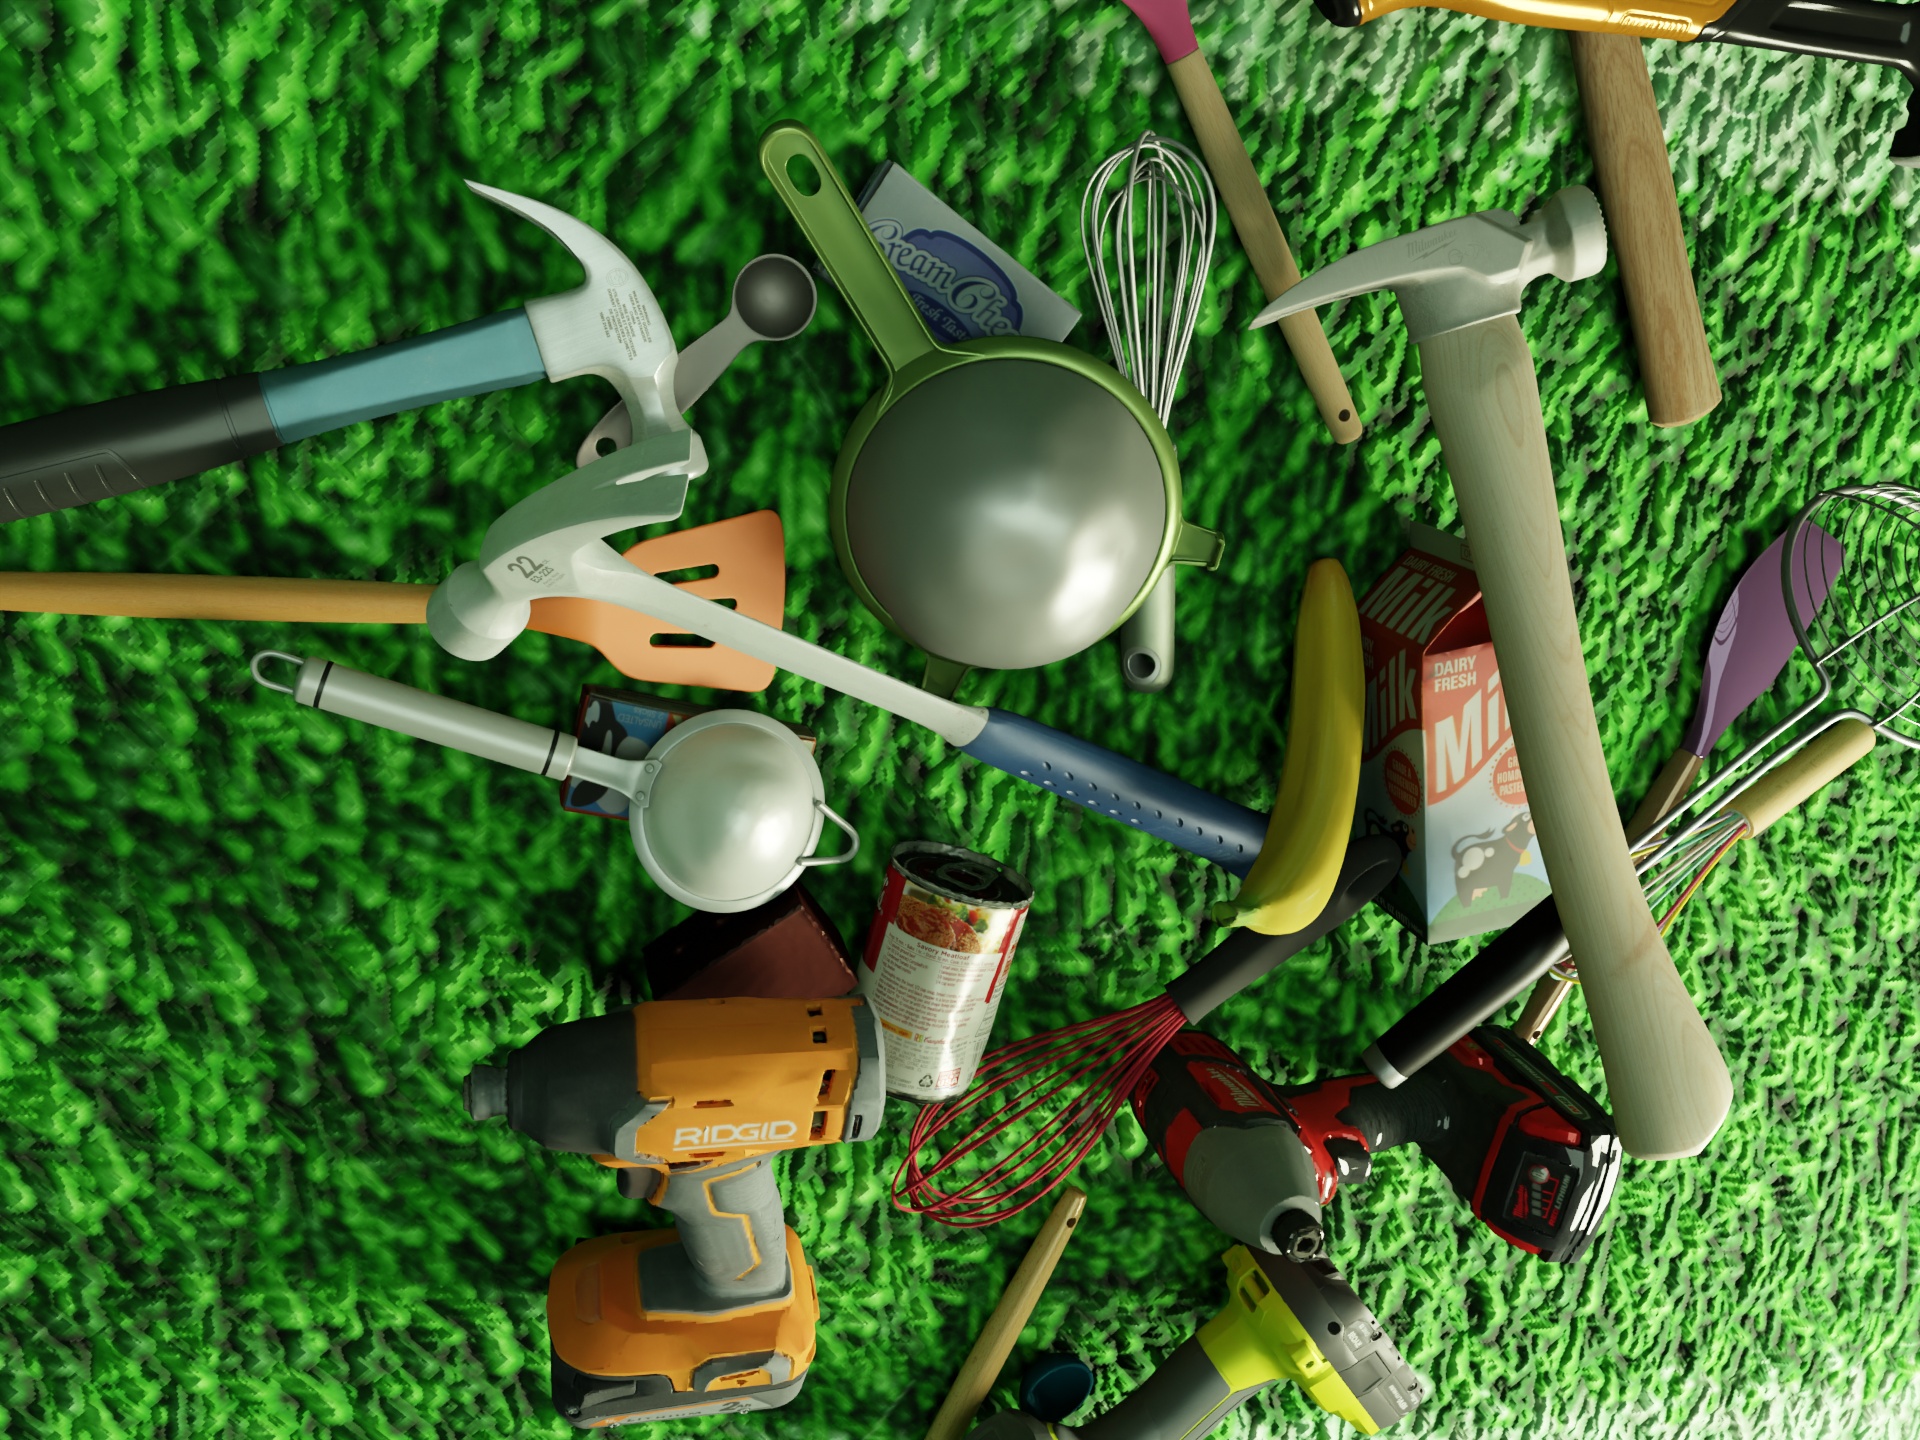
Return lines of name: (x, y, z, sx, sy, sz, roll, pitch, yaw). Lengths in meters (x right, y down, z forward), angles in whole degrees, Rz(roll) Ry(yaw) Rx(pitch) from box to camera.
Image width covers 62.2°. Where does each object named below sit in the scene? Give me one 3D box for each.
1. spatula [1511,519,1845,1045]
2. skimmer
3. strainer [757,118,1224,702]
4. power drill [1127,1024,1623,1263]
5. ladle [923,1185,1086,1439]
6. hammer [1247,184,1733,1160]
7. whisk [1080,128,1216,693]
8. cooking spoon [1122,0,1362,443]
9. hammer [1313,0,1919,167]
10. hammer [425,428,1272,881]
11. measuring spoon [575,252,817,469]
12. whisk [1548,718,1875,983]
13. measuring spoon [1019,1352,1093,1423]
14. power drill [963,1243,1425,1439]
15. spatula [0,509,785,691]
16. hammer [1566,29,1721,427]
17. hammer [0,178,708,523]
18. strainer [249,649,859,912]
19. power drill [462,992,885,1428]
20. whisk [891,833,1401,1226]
spatula: (0.372, 0.039, 0.842, 0.059, 0.018, 0.316, 24, 98, -26)
skimmer: (0.330, 0.040, 0.740, 0.363, 0.090, 0.127, -44, 90, 14)
strainer: (-0.006, -0.116, 0.632, 0.151, 0.069, 0.256, -27, 117, 13)
power drill: (0.204, 0.210, 0.782, 0.219, 0.143, 0.078, 5, 109, -20)
ladle: (-0.011, 0.381, 0.838, 0.069, 0.031, 0.315, 23, 98, -30)
hammer: (0.243, -0.008, 0.684, 0.146, 0.038, 0.410, -15, 94, 9)
whisk: (0.082, -0.127, 0.695, 0.058, 0.059, 0.246, 6, 114, 20)
cooking spoon: (0.104, -0.256, 0.671, 0.069, 0.017, 0.318, -32, 112, -2)
hammer: (0.302, -0.311, 0.667, 0.336, 0.034, 0.127, -1, 109, -15)
hammer: (-0.001, -0.002, 0.661, 0.405, 0.144, 0.035, 22, 56, -33)
measuring spoon: (-0.110, -0.144, 0.651, 0.124, 0.018, 0.034, -40, 112, 6)
whisk: (0.391, 0.067, 0.827, 0.245, 0.047, 0.051, -30, 119, -18)
measuring spoon: (0.024, 0.386, 0.853, 0.042, 0.021, 0.128, 27, 102, -35)
power drill: (0.124, 0.376, 0.840, 0.223, 0.080, 0.171, -36, 125, -2)
spatula: (-0.230, -0.049, 0.640, 0.322, 0.041, 0.081, 1, 108, -12)
hammer: (0.292, -0.289, 0.708, 0.130, 0.031, 0.331, -27, 113, -6)
hammer: (-0.272, -0.112, 0.597, 0.331, 0.033, 0.128, -17, 105, -9)
strainer: (-0.155, 0.018, 0.646, 0.258, 0.050, 0.087, 18, 84, -17)
power drill: (-0.128, 0.208, 0.684, 0.164, 0.084, 0.226, 1, 127, -16)
whisk: (0.089, 0.147, 0.759, 0.296, 0.073, 0.073, -37, 113, 2)
